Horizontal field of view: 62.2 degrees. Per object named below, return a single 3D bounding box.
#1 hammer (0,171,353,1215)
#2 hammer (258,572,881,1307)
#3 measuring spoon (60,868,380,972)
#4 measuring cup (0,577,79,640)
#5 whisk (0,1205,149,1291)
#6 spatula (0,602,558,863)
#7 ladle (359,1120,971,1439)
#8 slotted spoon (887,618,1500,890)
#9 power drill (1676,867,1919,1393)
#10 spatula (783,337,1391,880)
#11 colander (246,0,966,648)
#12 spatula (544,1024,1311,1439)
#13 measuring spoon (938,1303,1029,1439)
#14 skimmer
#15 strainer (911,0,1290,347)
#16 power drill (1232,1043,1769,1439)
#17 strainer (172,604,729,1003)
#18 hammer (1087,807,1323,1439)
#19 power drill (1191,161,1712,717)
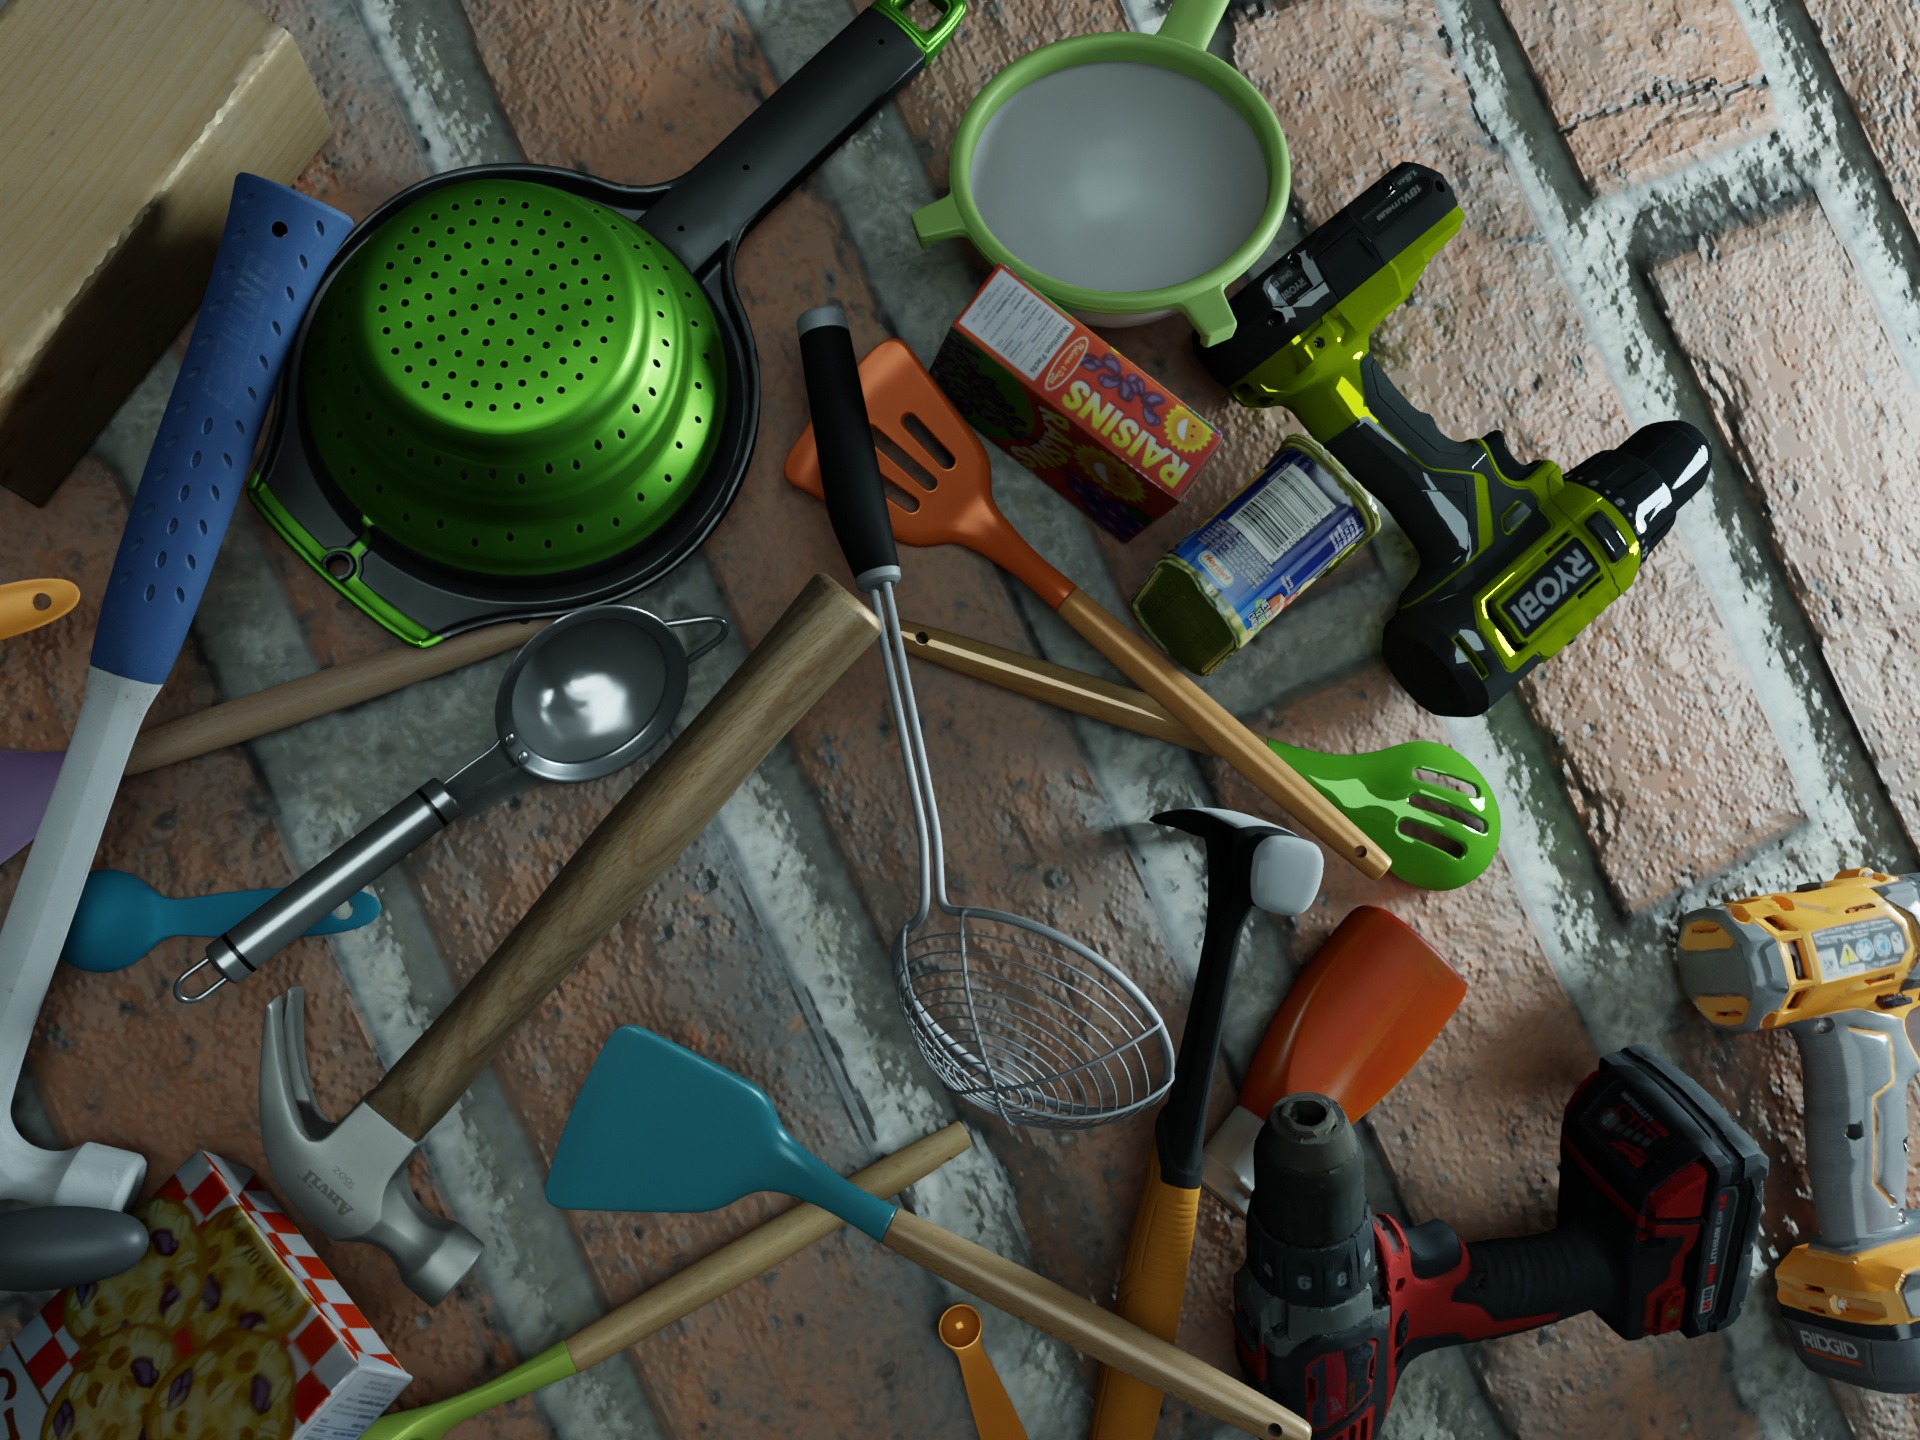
[{"bbox_3d":[-0.326,-0.009,0.603,0.144,0.035,0.405,20,92,-12],"label":"hammer"},{"bbox_3d":[-0.154,0.073,0.641,0.130,0.031,0.331,41,91,-4],"label":"hammer"},{"bbox_3d":[-0.305,0.079,0.647,0.128,0.021,0.042,-2,85,-10],"label":"measuring spoon"},{"bbox_3d":[-0.428,-0.020,0.620,0.173,0.052,0.095,-20,88,-15],"label":"measuring cup"},{"bbox_3d":[-0.446,0.198,0.578,0.284,0.070,0.070,-2,85,-8],"label":"whisk"},{"bbox_3d":[-0.318,0.009,0.653,0.316,0.018,0.060,-21,72,-13],"label":"spatula"},{"bbox_3d":[-0.129,0.257,0.649,0.320,0.078,0.062,-25,63,-18],"label":"ladle"},{"bbox_3d":[0.115,0.009,0.739,0.313,0.031,0.070,18,78,-8],"label":"slotted spoon"},{"bbox_3d":[0.460,0.183,0.766,0.185,0.084,0.226,-10,82,-14],"label":"power drill"},{"bbox_3d":[0.065,-0.038,0.709,0.322,0.041,0.081,41,95,5],"label":"spatula"},{"bbox_3d":[-0.131,-0.209,0.671,0.204,0.094,0.397,42,76,1],"label":"colander"},{"bbox_3d":[-0.008,0.219,0.635,0.317,0.044,0.082,25,95,6],"label":"spatula"},{"bbox_3d":[0.016,0.309,0.697,0.021,0.011,0.117,-21,92,-13],"label":"measuring spoon"},{"bbox_3d":[-0.001,-0.002,0.682,0.090,0.127,0.363,-4,77,-42],"label":"skimmer"},{"bbox_3d":[0.091,-0.279,0.747,0.151,0.069,0.256,21,70,9],"label":"strainer"},{"bbox_3d":[0.222,0.214,0.680,0.226,0.080,0.187,-15,119,-12],"label":"power drill"},{"bbox_3d":[-0.208,0.026,0.650,0.258,0.086,0.050,-40,48,-19],"label":"strainer"},{"bbox_3d":[0.087,0.205,0.688,0.034,0.127,0.337,11,92,-12],"label":"hammer"},{"bbox_3d":[0.238,-0.141,0.755,0.190,0.080,0.228,-40,95,-12],"label":"power drill"}]
